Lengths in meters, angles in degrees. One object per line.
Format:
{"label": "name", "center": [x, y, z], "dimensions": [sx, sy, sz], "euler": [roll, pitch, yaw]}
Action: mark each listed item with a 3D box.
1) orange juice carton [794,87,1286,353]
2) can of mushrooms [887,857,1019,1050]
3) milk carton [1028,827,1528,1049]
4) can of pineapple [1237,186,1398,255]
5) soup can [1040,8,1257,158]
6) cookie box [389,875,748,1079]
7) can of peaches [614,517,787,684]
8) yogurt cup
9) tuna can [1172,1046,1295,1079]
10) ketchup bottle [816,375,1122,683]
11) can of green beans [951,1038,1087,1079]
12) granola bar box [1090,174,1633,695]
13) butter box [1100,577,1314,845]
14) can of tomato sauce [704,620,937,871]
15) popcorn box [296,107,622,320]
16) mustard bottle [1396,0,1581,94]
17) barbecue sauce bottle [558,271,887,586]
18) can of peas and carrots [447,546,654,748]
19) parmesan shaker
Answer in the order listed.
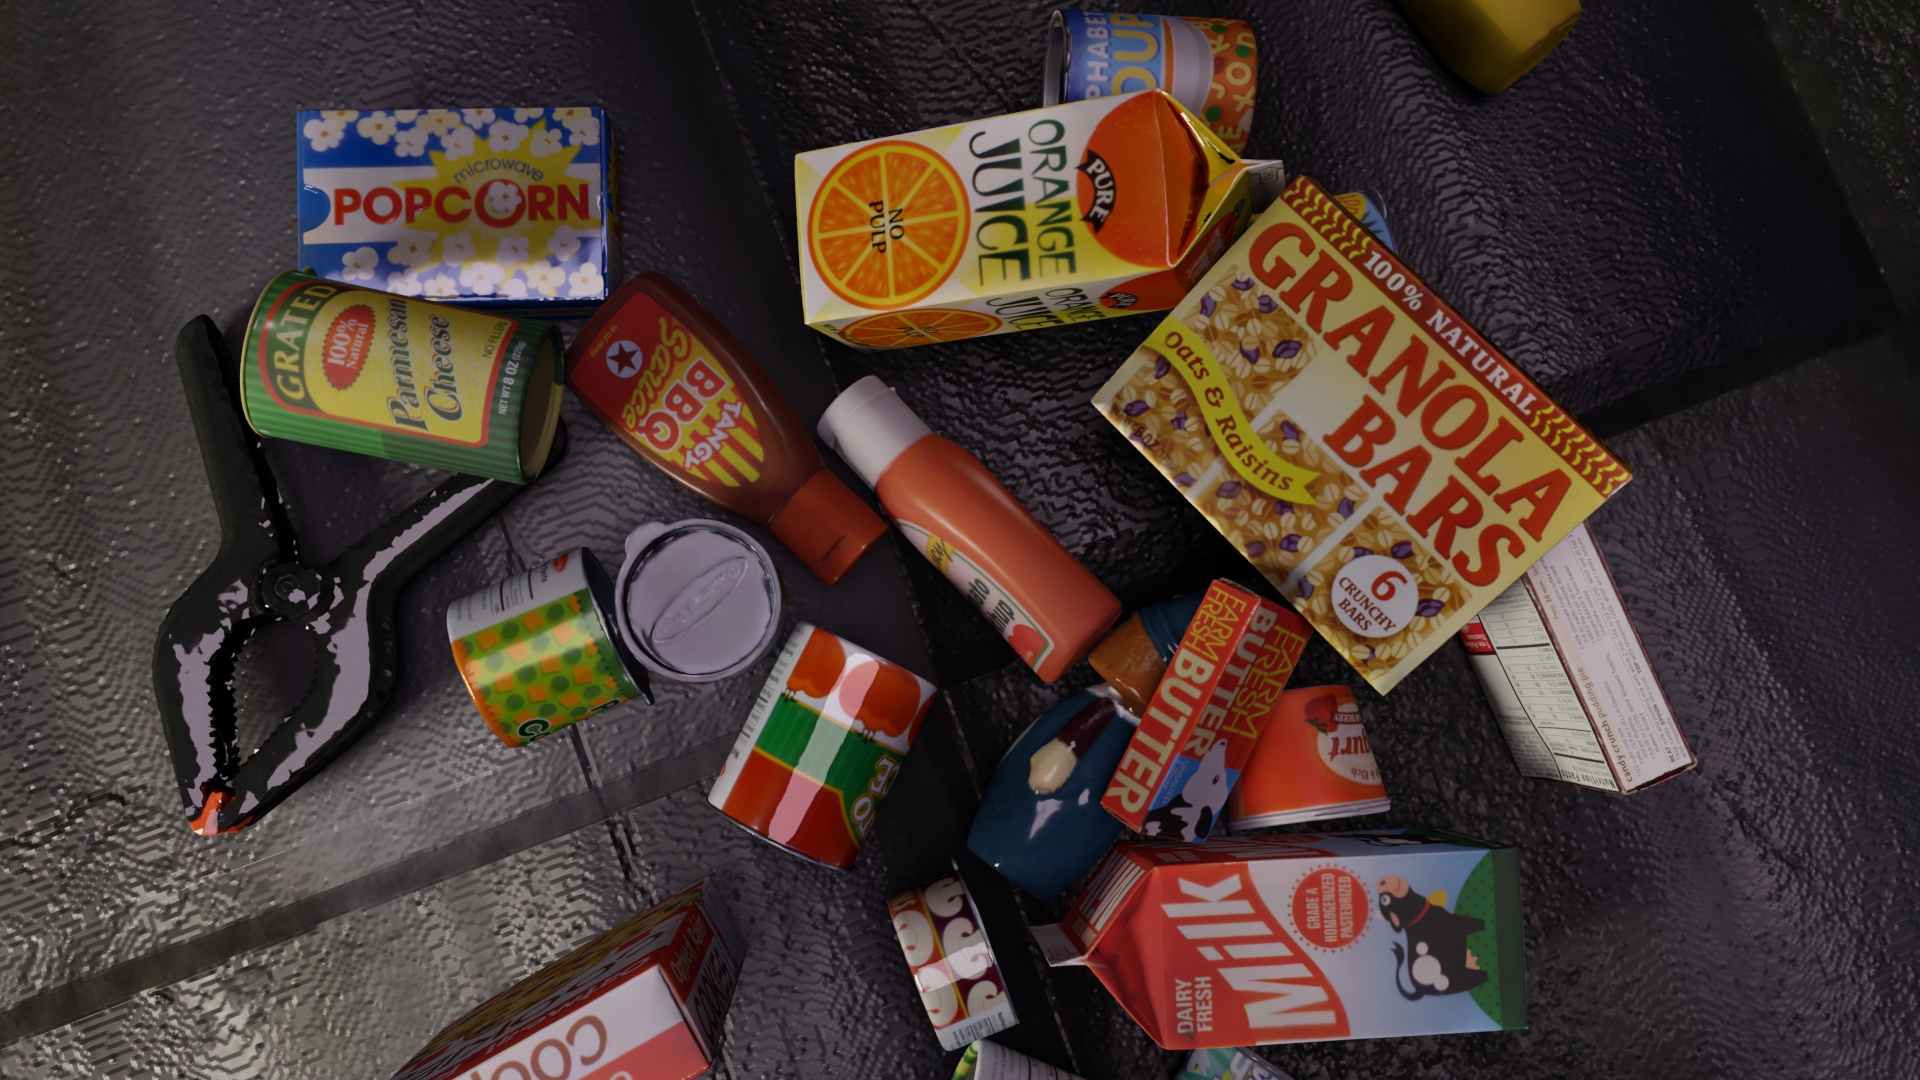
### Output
{"label": "orange juice carton", "center": [0.035, -0.129, 0.567], "dimensions": [0.192, 0.072, 0.073], "euler": [-6, 85, 16]}
{"label": "can of mushrooms", "center": [-0.004, 0.169, 0.568], "dimensions": [0.033, 0.071, 0.071], "euler": [-22, 87, -5]}
{"label": "milk carton", "center": [0.127, 0.163, 0.576], "dimensions": [0.191, 0.072, 0.073], "euler": [-1, 85, -5]}
{"label": "can of pineapple", "center": [0.152, -0.117, 0.609], "dimensions": [0.058, 0.071, 0.071], "euler": [-13, 86, -6]}
{"label": "soup can", "center": [0.081, -0.197, 0.609], "dimensions": [0.084, 0.071, 0.071], "euler": [1, 84, -5]}
{"label": "cookie box", "center": [-0.144, 0.182, 0.502], "dimensions": [0.123, 0.167, 0.040], "euler": [-29, 88, -7]}
{"label": "can of peaches", "center": [-0.107, 0.024, 0.577], "dimensions": [0.071, 0.058, 0.071], "euler": [0, 85, -4]}
{"label": "yogurt cup", "center": [0.143, 0.092, 0.590], "dimensions": [0.072, 0.072, 0.054], "euler": [-7, 77, -5]}
{"label": "tuna can", "center": [0.120, 0.231, 0.569], "dimensions": [0.071, 0.071, 0.033], "euler": [33, 82, -1]}
{"label": "ketchup bottle", "center": [0.002, -0.007, 0.590], "dimensions": [0.044, 0.064, 0.149], "euler": [-42, 80, -16]}
{"label": "can of green beans", "center": [0.022, 0.243, 0.561], "dimensions": [0.058, 0.071, 0.071], "euler": [22, 83, -2]}
{"label": "granola bar box", "center": [0.154, -0.042, 0.549], "dimensions": [0.166, 0.039, 0.124], "euler": [47, 110, 12]}
{"label": "butter box", "center": [0.099, 0.069, 0.554], "dimensions": [0.024, 0.053, 0.103], "euler": [29, 95, 42]}
{"label": "can of tomato sauce", "center": [-0.054, 0.084, 0.571], "dimensions": [0.071, 0.071, 0.083], "euler": [26, 82, -2]}
{"label": "popcorn box", "center": [-0.211, -0.138, 0.594], "dimensions": [0.127, 0.038, 0.085], "euler": [-2, 86, -5]}
{"label": "mustard bottle", "center": [0.213, -0.281, 0.634], "dimensions": [0.049, 0.065, 0.160], "euler": [-36, 84, -3]}
{"label": "barbecue sauce bottle", "center": [-0.097, -0.043, 0.590], "dimensions": [0.148, 0.044, 0.064], "euler": [43, 102, 0]}
{"label": "can of peas and carrots", "center": [-0.166, 0.046, 0.566], "dimensions": [0.059, 0.071, 0.071], "euler": [-23, 87, -6]}
{"label": "parmesan shaker", "center": [-0.214, -0.066, 0.546], "dimensions": [0.103, 0.071, 0.071], "euler": [11, 84, -5]}
